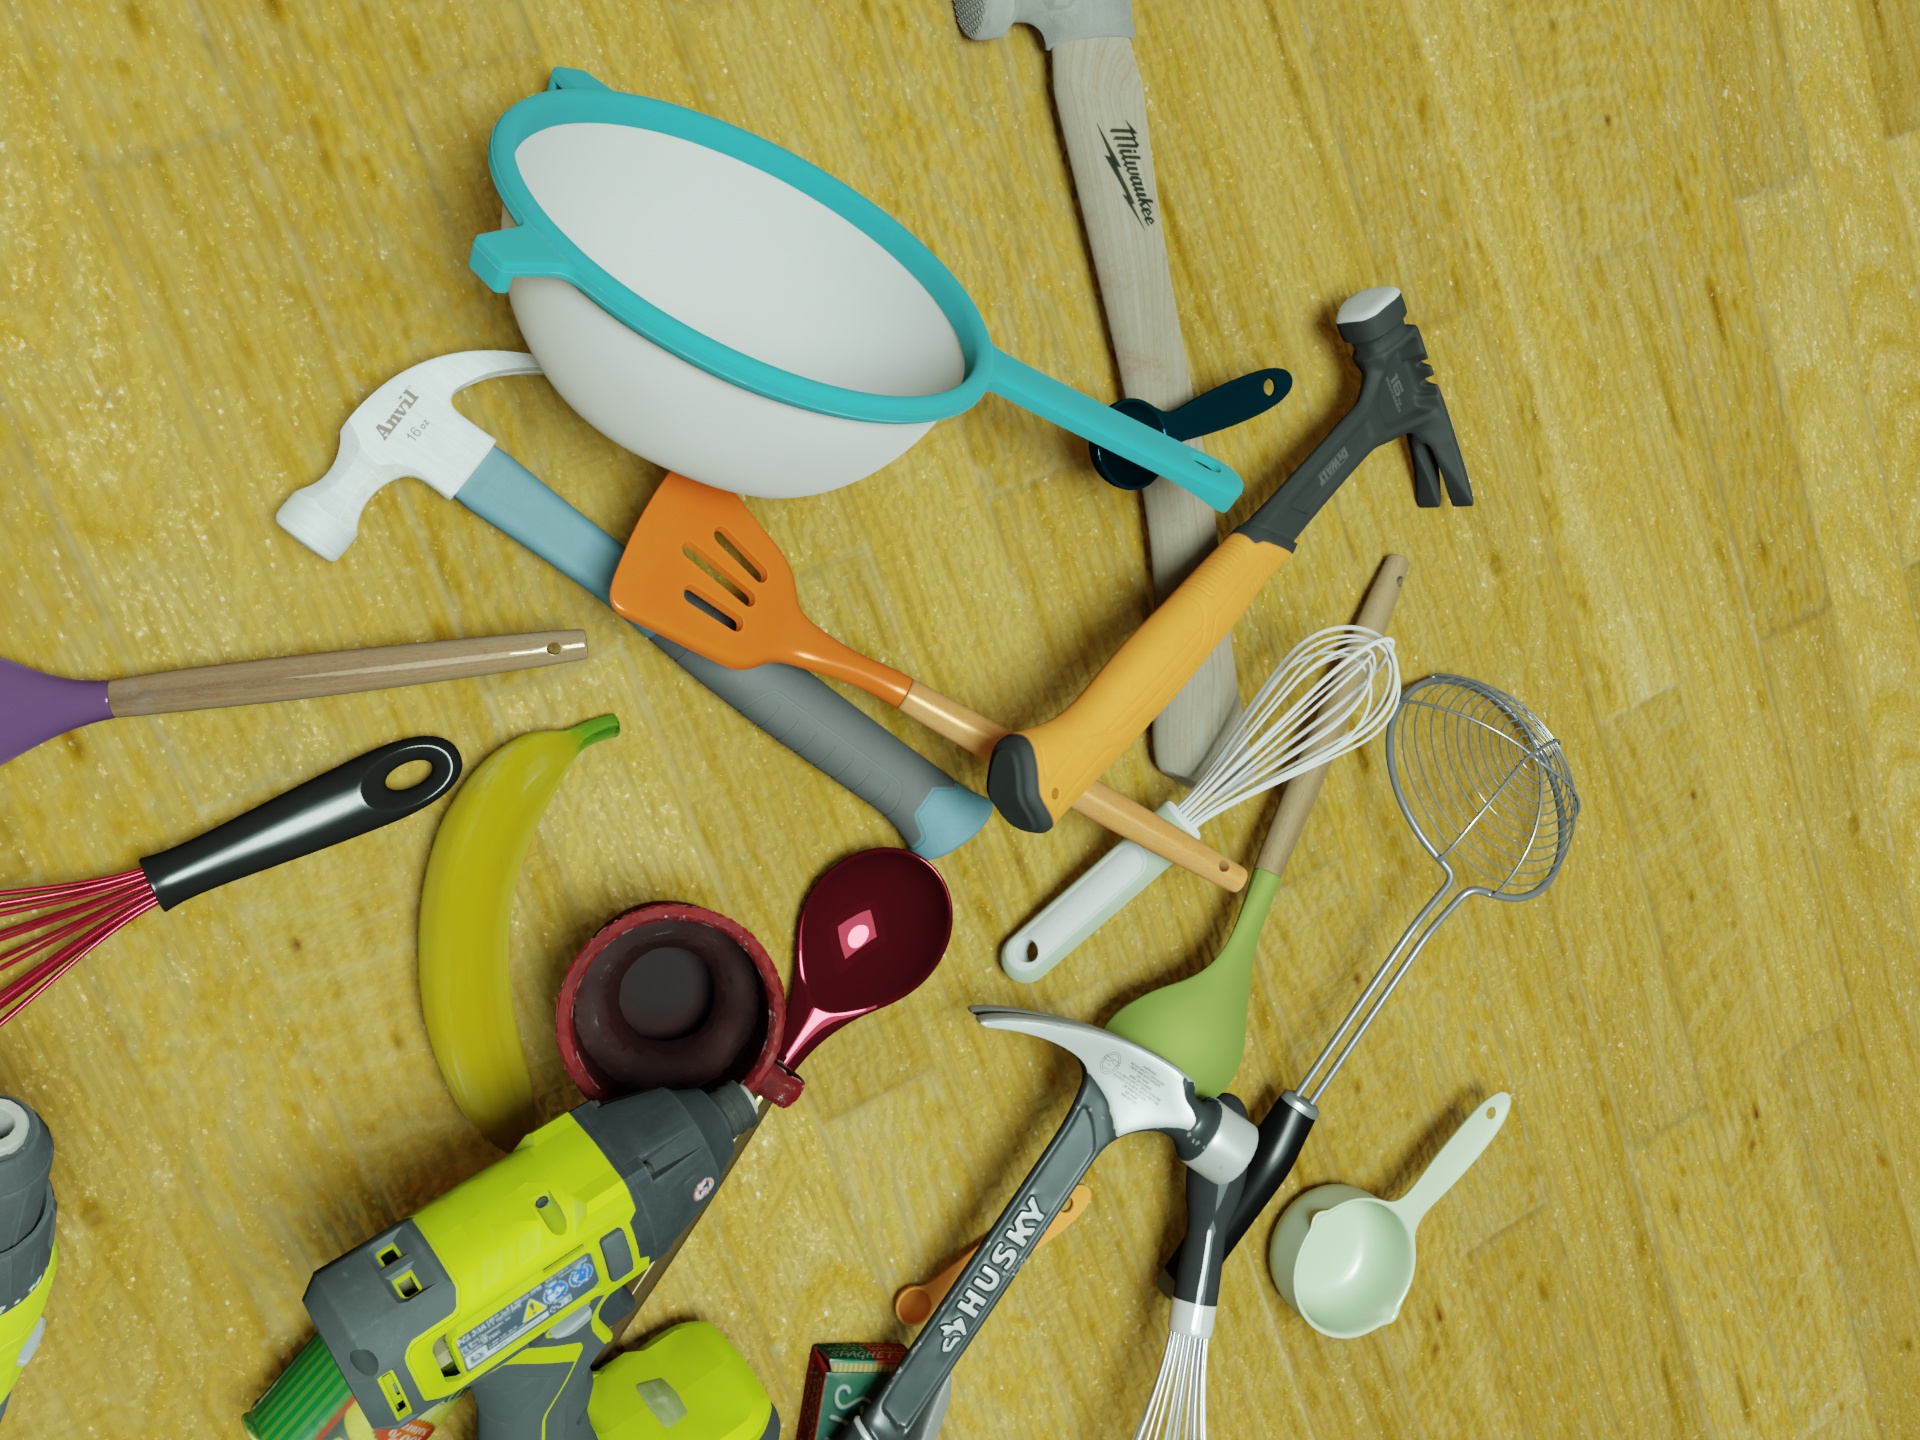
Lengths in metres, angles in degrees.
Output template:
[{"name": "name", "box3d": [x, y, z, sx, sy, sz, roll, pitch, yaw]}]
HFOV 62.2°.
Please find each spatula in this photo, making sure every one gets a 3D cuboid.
[{"name": "spatula", "box3d": [-0.309, -0.014, 0.632, 0.316, 0.018, 0.060, -7, 97, -13]}, {"name": "spatula", "box3d": [-0.001, -0.002, 0.704, 0.322, 0.041, 0.081, 29, 66, -14]}]

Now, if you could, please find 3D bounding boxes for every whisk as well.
[{"name": "whisk", "box3d": [0.107, 0.326, 0.782, 0.070, 0.070, 0.285, 16, 78, -21]}, {"name": "whisk", "box3d": [-0.338, 0.073, 0.625, 0.296, 0.073, 0.073, -26, 103, -23]}, {"name": "whisk", "box3d": [0.113, 0.043, 0.767, 0.246, 0.059, 0.058, -42, 68, 8]}]

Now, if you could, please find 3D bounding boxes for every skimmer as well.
[{"name": "skimmer", "box3d": [0.205, 0.143, 0.849, 0.127, 0.090, 0.363, 33, 93, -14]}]

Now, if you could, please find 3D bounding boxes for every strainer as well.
[{"name": "strainer", "box3d": [-0.043, -0.136, 0.669, 0.340, 0.211, 0.095, 22, 125, -20]}]

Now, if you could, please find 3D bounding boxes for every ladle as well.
[{"name": "ladle", "box3d": [-0.106, 0.195, 0.736, 0.069, 0.031, 0.315, 34, 84, -2]}, {"name": "ladle", "box3d": [0.159, 0.053, 0.823, 0.078, 0.062, 0.320, 35, 75, -36]}]

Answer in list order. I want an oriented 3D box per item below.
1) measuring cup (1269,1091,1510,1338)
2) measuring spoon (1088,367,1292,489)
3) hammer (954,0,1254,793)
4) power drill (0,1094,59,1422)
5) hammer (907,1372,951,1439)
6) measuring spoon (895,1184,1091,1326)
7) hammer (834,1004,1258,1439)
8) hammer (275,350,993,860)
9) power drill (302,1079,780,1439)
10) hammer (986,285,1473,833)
[{"name": "measuring cup", "box3d": [0.235, 0.258, 0.866, 0.167, 0.038, 0.083, -41, 107, -15]}, {"name": "measuring spoon", "box3d": [0.109, -0.145, 0.761, 0.128, 0.021, 0.042, -26, 110, -29]}, {"name": "hammer", "box3d": [0.104, -0.167, 0.782, 0.146, 0.038, 0.410, -15, 100, -20]}, {"name": "power drill", "box3d": [-0.435, 0.176, 0.547, 0.228, 0.080, 0.190, 20, 122, -19]}, {"name": "hammer", "box3d": [0.133, 0.409, 0.840, 0.359, 0.037, 0.149, 8, 91, -21]}, {"name": "measuring spoon", "box3d": [0.017, 0.266, 0.799, 0.117, 0.011, 0.021, -27, 102, -20]}, {"name": "hammer", "box3d": [-0.034, 0.316, 0.733, 0.149, 0.036, 0.409, 36, 86, -10]}, {"name": "hammer", "box3d": [-0.120, -0.038, 0.708, 0.330, 0.033, 0.128, 37, 82, -20]}, {"name": "power drill", "box3d": [-0.146, 0.251, 0.639, 0.171, 0.080, 0.223, -28, 134, -29]}, {"name": "hammer", "box3d": [0.132, -0.063, 0.749, 0.337, 0.034, 0.127, -45, 121, -26]}]
